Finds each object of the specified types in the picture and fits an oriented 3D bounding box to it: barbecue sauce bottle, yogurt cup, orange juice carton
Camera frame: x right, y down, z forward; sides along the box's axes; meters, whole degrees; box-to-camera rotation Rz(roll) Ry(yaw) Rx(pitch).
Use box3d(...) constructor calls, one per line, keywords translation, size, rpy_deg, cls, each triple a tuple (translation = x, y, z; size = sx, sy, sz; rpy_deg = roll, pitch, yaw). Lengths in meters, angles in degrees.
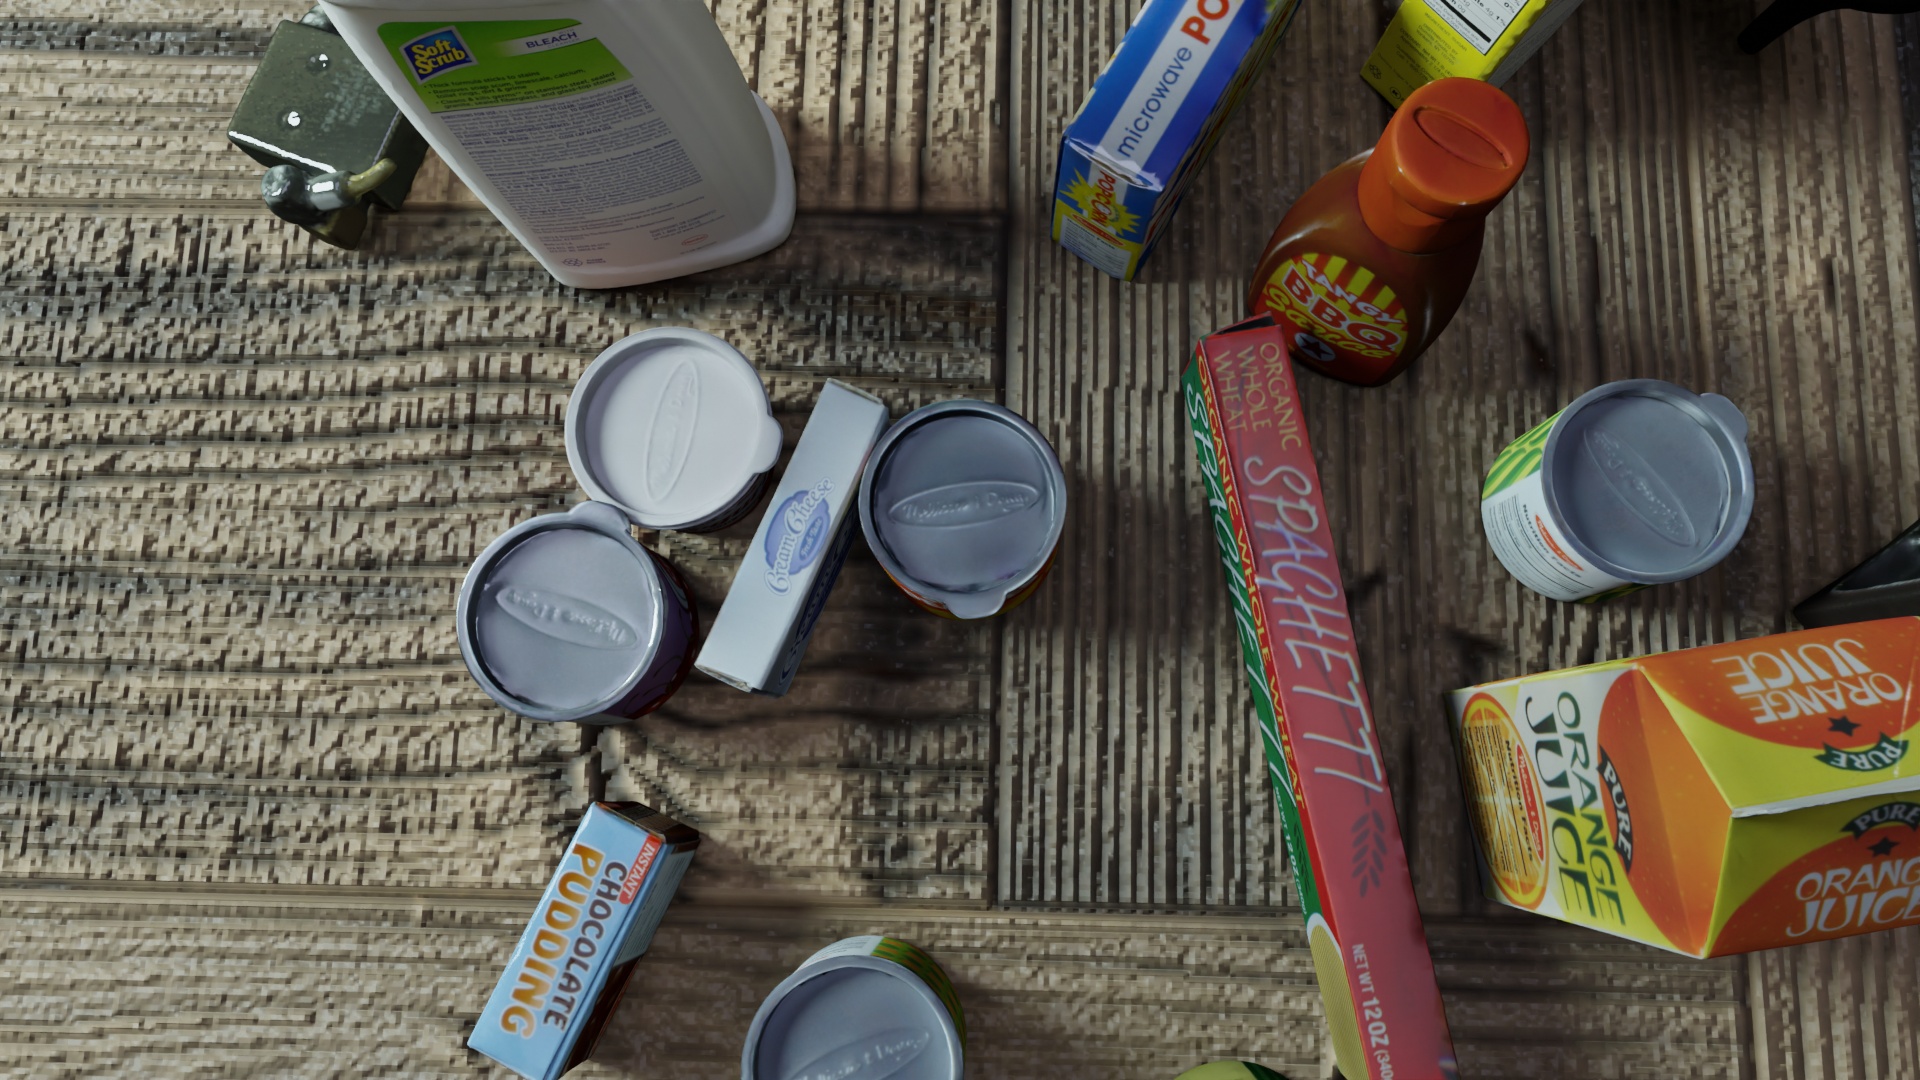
box3d(translation=(0.132, -0.093, 0.432), size=(0.065, 0.148, 0.044), rpy_deg=(34, 83, 7), cls="barbecue sauce bottle")
box3d(translation=(-0.094, -0.033, 0.475), size=(0.072, 0.054, 0.072), rpy_deg=(0, 80, 1), cls="yogurt cup")
box3d(translation=(0.203, 0.066, 0.380), size=(0.072, 0.192, 0.073), rpy_deg=(-9, 80, 0), cls="orange juice carton")

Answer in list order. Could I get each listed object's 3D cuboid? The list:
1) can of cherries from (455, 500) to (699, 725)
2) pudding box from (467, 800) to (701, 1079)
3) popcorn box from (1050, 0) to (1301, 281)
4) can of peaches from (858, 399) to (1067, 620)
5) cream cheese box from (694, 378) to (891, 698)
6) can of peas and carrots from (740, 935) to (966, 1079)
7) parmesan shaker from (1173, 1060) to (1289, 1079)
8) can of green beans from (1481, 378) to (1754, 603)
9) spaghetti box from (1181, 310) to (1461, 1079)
box3d(translation=(-0.123, 0.026, 0.463), size=(0.071, 0.058, 0.071), rpy_deg=(0, 80, 1), cls="can of cherries")
box3d(translation=(-0.120, 0.128, 0.450), size=(0.030, 0.049, 0.084), rpy_deg=(25, 82, 5), cls="pudding box")
box3d(translation=(0.078, -0.161, 0.478), size=(0.038, 0.085, 0.127), rpy_deg=(30, 82, 6), cls="popcorn box")
box3d(translation=(0.002, -0.006, 0.466), size=(0.071, 0.058, 0.071), rpy_deg=(0, 80, 1), cls="can of peaches")
box3d(translation=(-0.053, 0.002, 0.468), size=(0.024, 0.053, 0.104), rpy_deg=(23, 81, 5), cls="cream cheese box")
box3d(translation=(-0.030, 0.163, 0.437), size=(0.071, 0.058, 0.071), rpy_deg=(0, 80, 1), cls="can of peas and carrots")
box3d(translation=(0.091, 0.194, 0.406), size=(0.071, 0.103, 0.071), rpy_deg=(0, 80, 2), cls="parmesan shaker")
box3d(translation=(0.216, -0.014, 0.462), size=(0.071, 0.057, 0.071), rpy_deg=(0, 80, 1), cls="can of green beans")
box3d(translation=(0.115, 0.051, 0.457), size=(0.029, 0.050, 0.250), rpy_deg=(-11, 80, 0), cls="spaghetti box")
